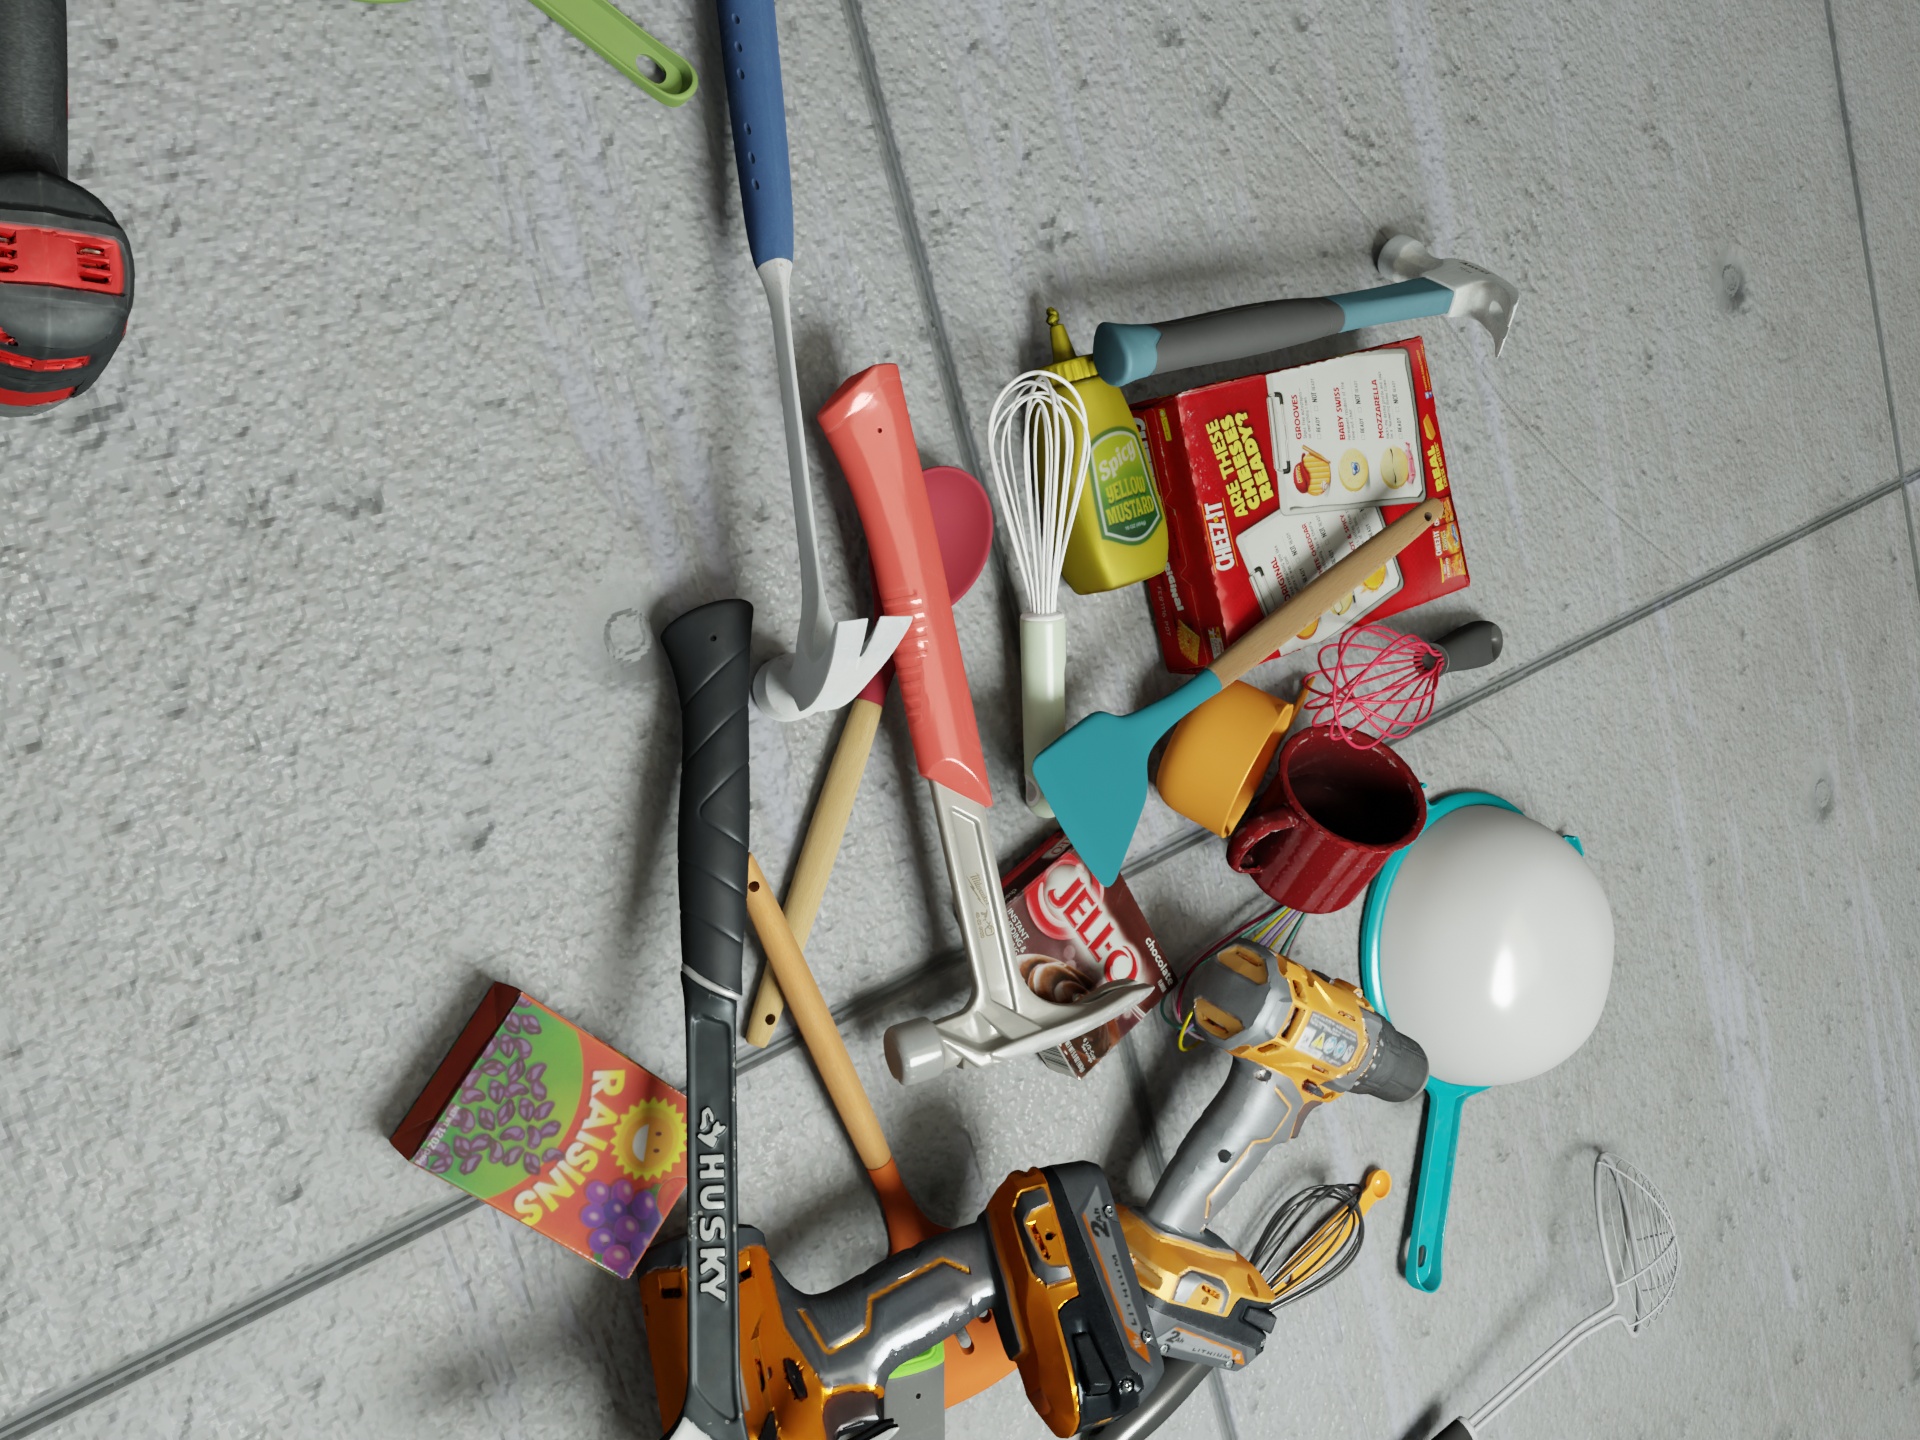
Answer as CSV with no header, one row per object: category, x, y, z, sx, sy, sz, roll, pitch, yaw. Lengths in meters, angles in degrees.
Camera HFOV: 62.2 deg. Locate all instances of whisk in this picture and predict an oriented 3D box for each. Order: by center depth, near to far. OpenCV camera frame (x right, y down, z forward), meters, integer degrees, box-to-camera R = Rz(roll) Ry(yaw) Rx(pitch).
whisk,0.045,-0.065,0.866,0.059,0.058,0.246,-8,105,-22
whisk,0.164,0.361,0.964,0.239,0.055,0.055,-35,109,-24
whisk,0.205,0.122,0.993,0.245,0.051,0.047,-39,115,-33
whisk,0.289,-0.034,1.000,0.295,0.073,0.073,-15,99,-54

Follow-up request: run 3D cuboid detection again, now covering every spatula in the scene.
spatula,-0.048,0.209,0.811,0.081,0.041,0.322,-26,110,-12
spatula,0.165,-0.035,0.879,0.317,0.044,0.082,-37,107,-18

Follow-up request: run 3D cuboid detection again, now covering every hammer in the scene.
hammer,-0.108,0.139,0.720,0.149,0.036,0.409,0,74,-9
hammer,-0.084,-0.207,0.756,0.035,0.144,0.405,-5,87,-24
hammer,-0.001,-0.003,0.815,0.149,0.037,0.359,-15,97,-24
hammer,0.206,-0.237,0.936,0.331,0.128,0.033,-19,133,-33

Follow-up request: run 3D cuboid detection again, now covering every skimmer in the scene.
skimmer,0.377,0.445,1.114,0.363,0.090,0.127,-31,110,-19

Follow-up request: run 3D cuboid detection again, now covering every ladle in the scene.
ladle,-0.054,0.016,0.825,0.069,0.031,0.315,23,79,-28

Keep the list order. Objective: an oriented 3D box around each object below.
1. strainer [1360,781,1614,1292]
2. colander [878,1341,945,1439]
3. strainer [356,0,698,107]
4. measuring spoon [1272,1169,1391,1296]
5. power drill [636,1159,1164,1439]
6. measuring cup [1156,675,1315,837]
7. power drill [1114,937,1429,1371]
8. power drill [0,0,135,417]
strainer,0.362,0.217,1.063,0.210,0.095,0.340,17,79,-33
colander,-0.007,0.495,0.798,0.204,0.094,0.397,-3,97,-31
strainer,-0.213,-0.363,0.690,0.256,0.069,0.151,32,73,-28
measuring spoon,0.240,0.333,1.035,0.117,0.011,0.021,-36,108,-25
power drill,-0.026,0.305,0.746,0.226,0.084,0.164,-9,60,-15
measuring cup,0.170,0.001,0.961,0.174,0.052,0.095,-43,155,-53
power drill,0.175,0.253,0.920,0.185,0.084,0.226,28,88,-37
power drill,-0.343,-0.221,0.569,0.078,0.143,0.220,-3,85,-38
